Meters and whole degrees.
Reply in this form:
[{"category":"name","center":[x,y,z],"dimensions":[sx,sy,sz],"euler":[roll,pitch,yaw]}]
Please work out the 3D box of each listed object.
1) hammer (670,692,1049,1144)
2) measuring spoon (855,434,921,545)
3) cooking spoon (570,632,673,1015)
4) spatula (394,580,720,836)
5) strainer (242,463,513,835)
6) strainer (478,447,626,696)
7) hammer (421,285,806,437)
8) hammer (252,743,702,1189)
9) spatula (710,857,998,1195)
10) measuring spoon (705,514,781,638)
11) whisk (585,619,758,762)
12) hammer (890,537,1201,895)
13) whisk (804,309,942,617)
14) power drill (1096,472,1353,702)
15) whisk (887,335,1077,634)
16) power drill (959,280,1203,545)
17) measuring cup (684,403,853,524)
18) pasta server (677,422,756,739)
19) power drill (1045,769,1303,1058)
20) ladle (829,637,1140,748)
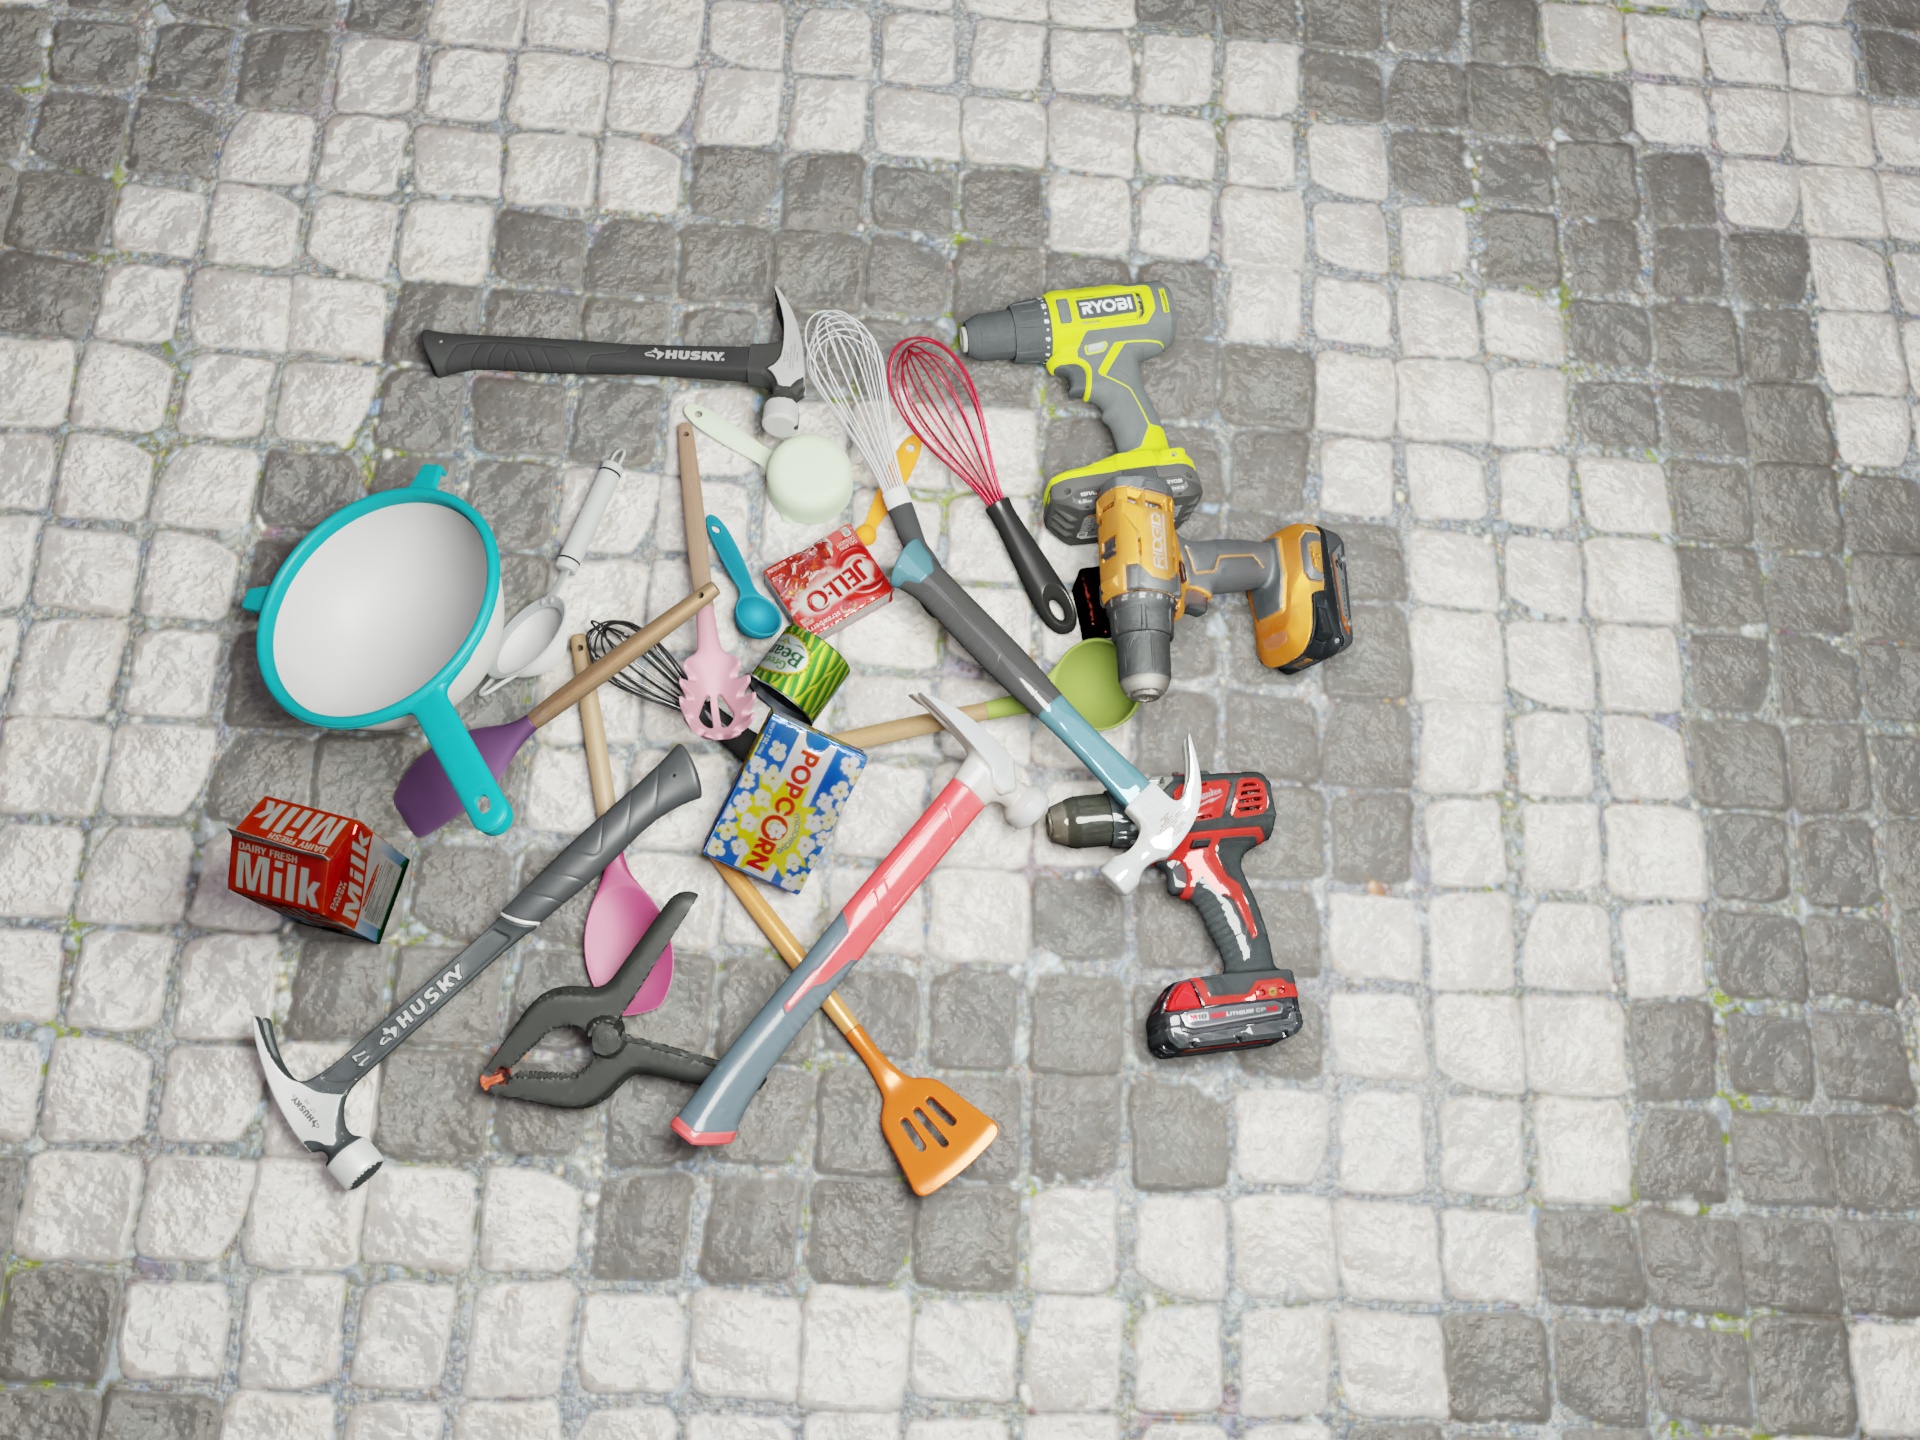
[{"category":"hammer","center":[-0.097,0.157,1.228],"dimensions":[0.143,0.038,0.386],"euler":[44,73,-14]},{"category":"measuring spoon","center":[-0.062,-0.204,1.393],"dimensions":[0.021,0.011,0.117],"euler":[25,74,2]},{"category":"cooking spoon","center":[-0.285,0.080,1.289],"dimensions":[0.068,0.017,0.319],"euler":[-11,76,-5]},{"category":"spatula","center":[-0.324,-0.016,1.276],"dimensions":[0.316,0.018,0.060],"euler":[-35,80,3]},{"category":"strainer","center":[-0.409,-0.029,1.241],"dimensions":[0.211,0.095,0.341],"euler":[-36,62,-2]},{"category":"strainer","center":[-0.330,-0.122,1.332],"dimensions":[0.087,0.050,0.259],"euler":[-1,61,40]},{"category":"hammer","center":[-0.301,-0.319,1.385],"dimensions":[0.334,0.035,0.146],"euler":[2,61,-1]},{"category":"hammer","center":[-0.362,0.165,1.239],"dimensions":[0.409,0.036,0.149],"euler":[-43,81,-11]},{"category":"spatula","center":[-0.099,0.223,1.253],"dimensions":[0.081,0.041,0.323],"euler":[-37,79,-15]},{"category":"measuring spoon","center":[-0.192,-0.120,1.357],"dimensions":[0.042,0.021,0.129],"euler":[-9,63,-39]},{"category":"whisk","center":[-0.211,-0.007,1.307],"dimensions":[0.239,0.055,0.055],"euler":[37,74,2]},{"category":"hammer","center":[0.062,-0.020,1.280],"dimensions":[0.128,0.033,0.331],"euler":[-42,79,-12]},{"category":"whisk","center":[-0.065,-0.221,1.365],"dimensions":[0.070,0.070,0.284],"euler":[-21,89,-11]},{"category":"power drill","center":[0.213,-0.094,1.308],"dimensions":[0.226,0.084,0.185],"euler":[9,69,-28]},{"category":"whisk","center":[0.022,-0.204,1.380],"dimensions":[0.073,0.073,0.296],"euler":[-28,85,-12]},{"category":"power drill","center":[0.109,-0.276,1.397],"dimensions":[0.190,0.080,0.229],"euler":[-9,72,-8]},{"category":"measuring cup","center":[-0.169,-0.235,1.378],"dimensions":[0.167,0.038,0.083],"euler":[32,74,2]},{"category":"pasta server","center":[-0.214,-0.120,1.318],"dimensions":[0.060,0.040,0.316],"euler":[-3,64,-14]},{"category":"power drill","center":[0.173,0.152,1.282],"dimensions":[0.188,0.080,0.227],"euler":[-5,72,-7]},{"category":"ladle","center":[-0.002,-0.004,1.306],"dimensions":[0.320,0.062,0.078],"euler":[-12,84,-12]}]
